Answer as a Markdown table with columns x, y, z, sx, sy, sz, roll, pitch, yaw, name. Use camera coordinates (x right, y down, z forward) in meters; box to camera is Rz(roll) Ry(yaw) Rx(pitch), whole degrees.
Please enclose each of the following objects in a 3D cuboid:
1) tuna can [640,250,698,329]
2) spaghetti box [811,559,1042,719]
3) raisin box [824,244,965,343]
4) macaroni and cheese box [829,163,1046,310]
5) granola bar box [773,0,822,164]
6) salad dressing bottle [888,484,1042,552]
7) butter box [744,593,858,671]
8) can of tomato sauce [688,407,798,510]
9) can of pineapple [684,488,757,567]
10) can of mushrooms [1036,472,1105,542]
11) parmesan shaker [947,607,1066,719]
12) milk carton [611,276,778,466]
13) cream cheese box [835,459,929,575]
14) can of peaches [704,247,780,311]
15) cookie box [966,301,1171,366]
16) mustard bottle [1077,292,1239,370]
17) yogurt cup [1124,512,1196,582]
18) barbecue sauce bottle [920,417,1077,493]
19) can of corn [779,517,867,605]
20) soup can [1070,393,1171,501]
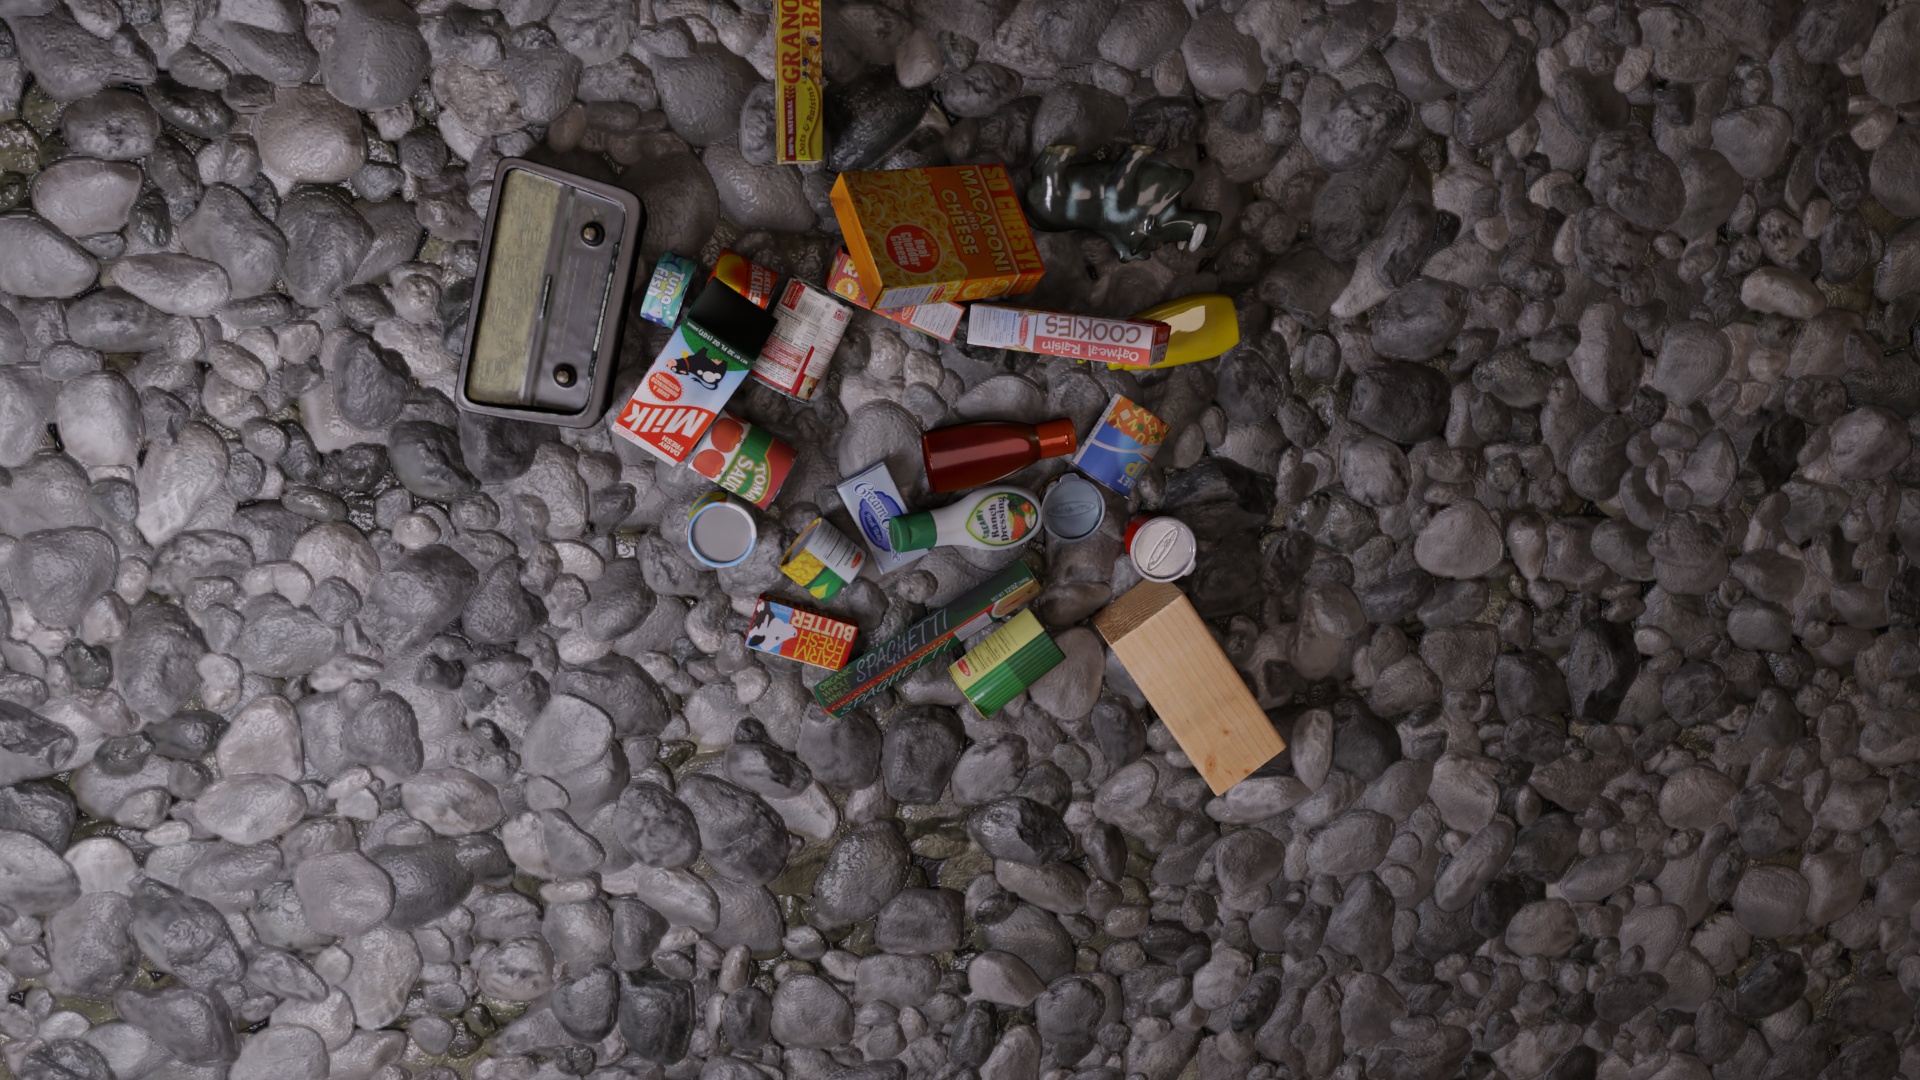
| x | y | z | sx | sy | sz | roll | pitch | yaw | name |
| --- | --- | --- | --- | --- | --- | --- | --- | --- | --- |
| -0.266 | -0.229 | 1.268 | 0.033 | 0.071 | 0.071 | 21 | 99 | -12 | tuna can |
| -0.033 | 0.100 | 1.391 | 0.250 | 0.050 | 0.029 | -32 | 68 | -1 | spaghetti box |
| -0.062 | -0.230 | 1.292 | 0.123 | 0.086 | 0.040 | 22 | 104 | -13 | raisin box |
| -0.020 | -0.277 | 1.257 | 0.167 | 0.040 | 0.124 | -11 | 71 | -27 | macaroni and cheese box |
| -0.142 | -0.415 | 1.215 | 0.039 | 0.124 | 0.165 | -2 | 104 | -9 | granola bar box |
| 0.005 | -0.017 | 1.360 | 0.148 | 0.044 | 0.064 | -10 | 100 | -19 | salad dressing bottle |
| -0.158 | 0.092 | 1.385 | 0.103 | 0.024 | 0.053 | 17 | 101 | -12 | butter box |
| -0.206 | -0.076 | 1.314 | 0.083 | 0.071 | 0.071 | 30 | 97 | -14 | can of tomato sauce |
| -0.230 | -0.011 | 1.332 | 0.071 | 0.058 | 0.070 | -2 | 104 | -8 | can of pineapple |
| 0.110 | -0.036 | 1.393 | 0.071 | 0.033 | 0.071 | -2 | 104 | -8 | can of mushrooms |
| 0.049 | 0.125 | 1.402 | 0.103 | 0.071 | 0.071 | -37 | 106 | 1 | parmesan shaker |
| -0.250 | -0.141 | 1.267 | 0.072 | 0.074 | 0.189 | 33 | 129 | -14 | milk carton |
| -0.077 | -0.022 | 1.371 | 0.053 | 0.024 | 0.103 | -28 | 106 | -3 | cream cheese box |
| -0.205 | -0.229 | 1.278 | 0.058 | 0.071 | 0.071 | 25 | 99 | -13 | can of peaches |
| 0.103 | -0.192 | 1.280 | 0.167 | 0.123 | 0.040 | 9 | 102 | 13 | cookie box |
| 0.190 | -0.199 | 1.359 | 0.160 | 0.049 | 0.065 | -14 | 107 | -4 | mustard bottle |
| 0.199 | 0.004 | 1.406 | 0.072 | 0.054 | 0.072 | -2 | 104 | -8 | yogurt cup |
| 0.039 | -0.090 | 1.364 | 0.149 | 0.044 | 0.064 | -12 | 105 | -7 | barbecue sauce bottle |
| -0.135 | 0.021 | 1.352 | 0.058 | 0.071 | 0.071 | 40 | 95 | -15 | can of corn |
| 0.161 | -0.092 | 1.369 | 0.071 | 0.071 | 0.083 | 31 | 97 | -15 | soup can |
